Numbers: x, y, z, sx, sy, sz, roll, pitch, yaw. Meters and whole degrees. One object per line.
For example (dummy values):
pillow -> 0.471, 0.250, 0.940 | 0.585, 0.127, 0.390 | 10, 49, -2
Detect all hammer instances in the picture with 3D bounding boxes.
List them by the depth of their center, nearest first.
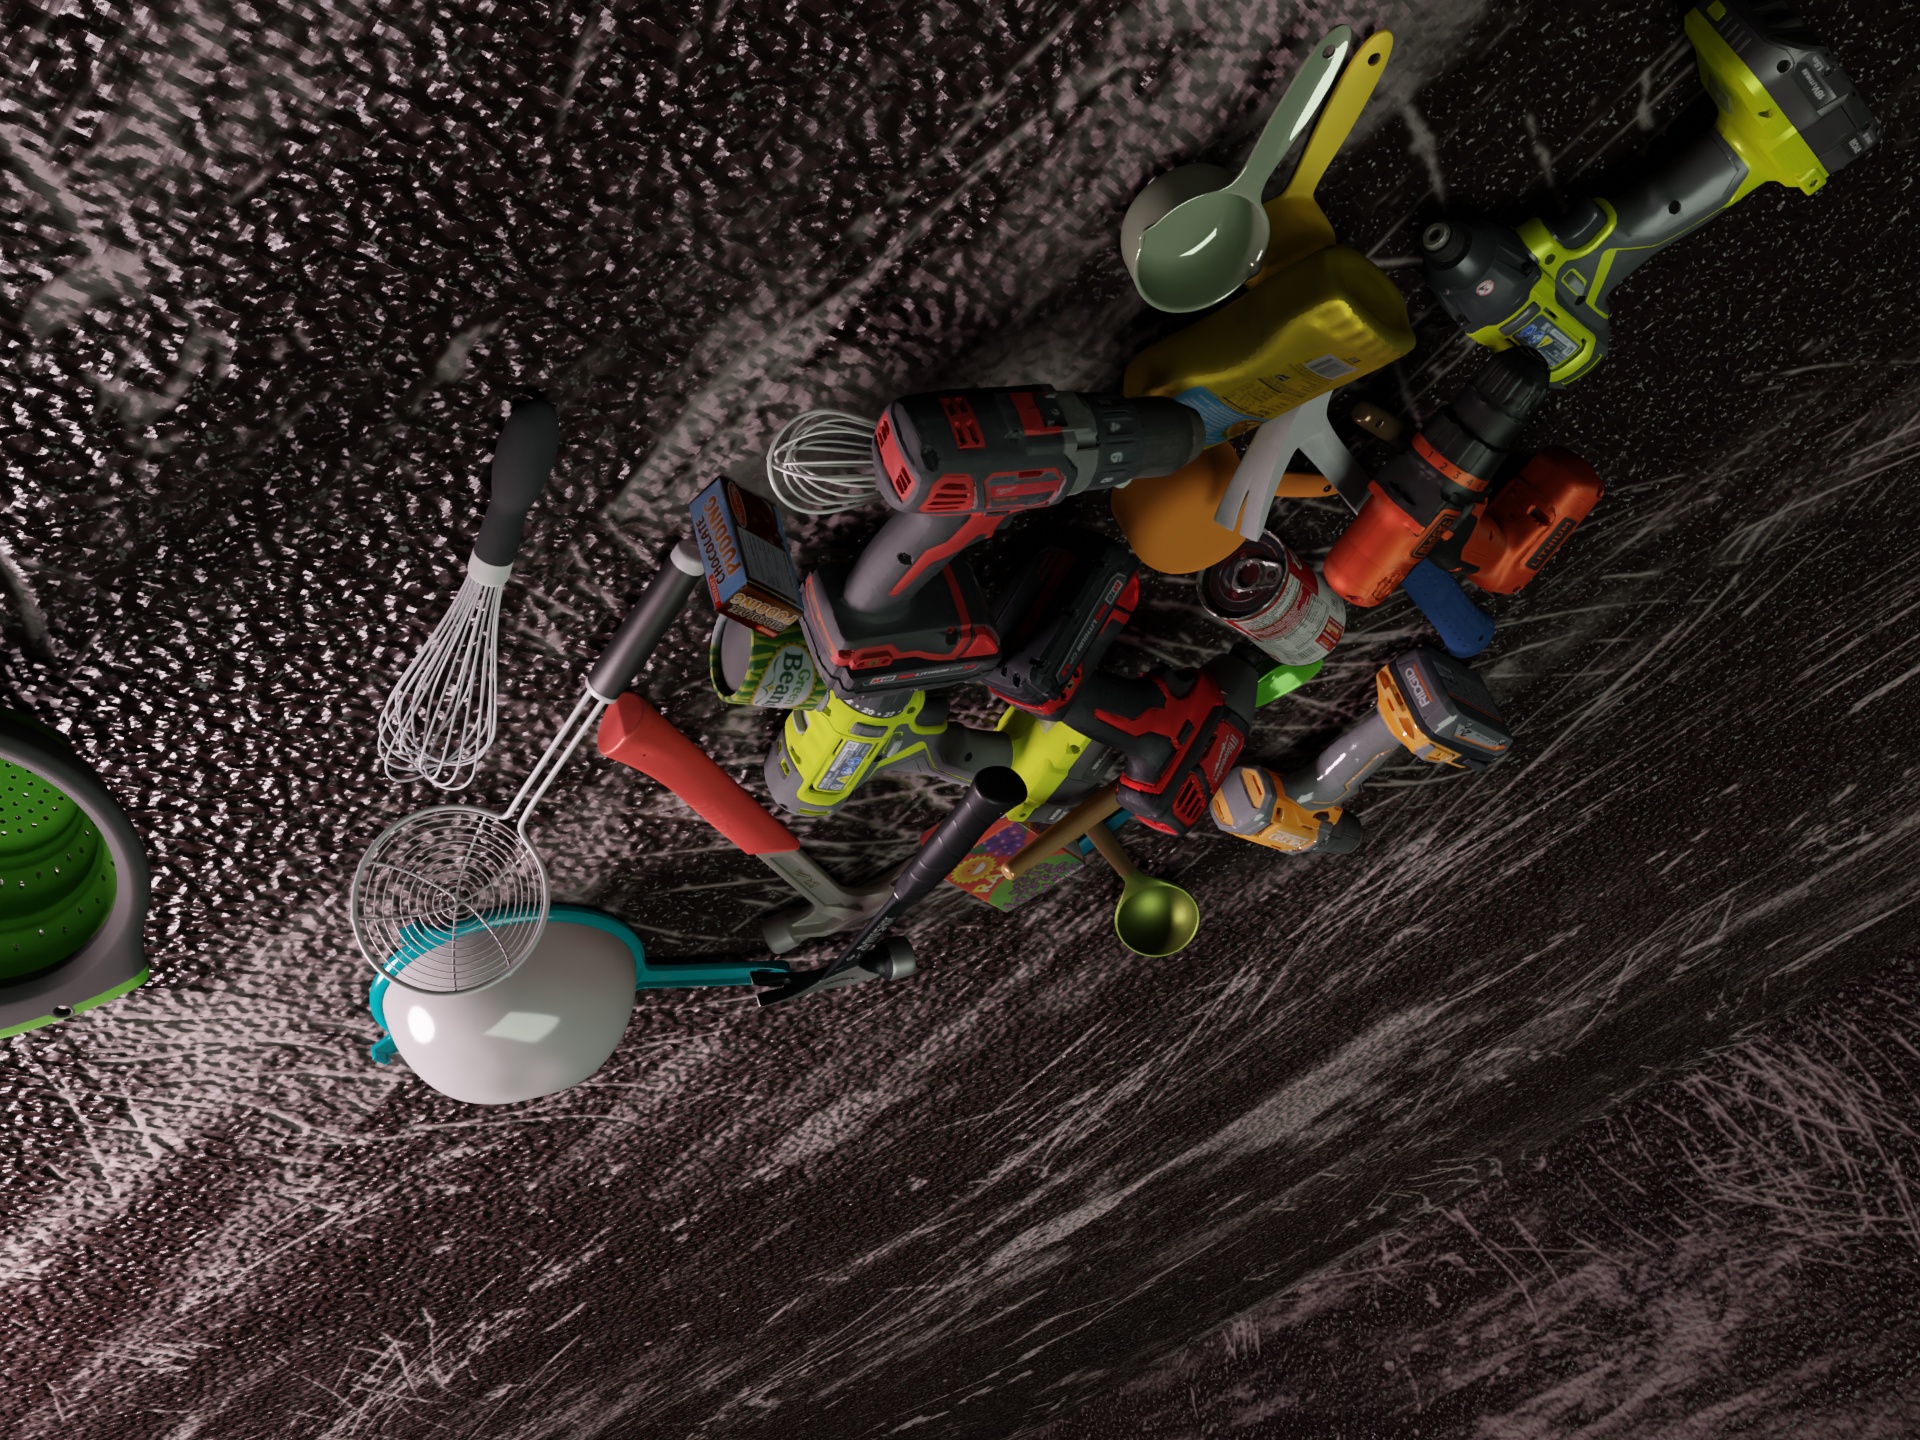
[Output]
hammer -> 0.294, -0.123, 1.094 | 0.144, 0.035, 0.405 | -57, 143, 3
hammer -> -0.146, 0.073, 1.164 | 0.149, 0.037, 0.358 | -26, 146, 7
hammer -> -0.046, 0.132, 1.197 | 0.149, 0.036, 0.408 | -11, 158, -27

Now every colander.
colander -> -0.565, -0.004, 0.810 | 0.204, 0.095, 0.396 | -20, 128, 0

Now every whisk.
whisk -> -0.272, -0.065, 0.897 | 0.070, 0.070, 0.284 | 4, 133, -32
whisk -> 0.000, -0.148, 0.928 | 0.246, 0.058, 0.059 | -3, 110, -30

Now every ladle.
ladle -> 0.138, 0.128, 1.346 | 0.078, 0.062, 0.319 | -23, 150, 10

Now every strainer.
strainer -> -0.287, 0.239, 1.265 | 0.340, 0.095, 0.211 | 2, 140, -27

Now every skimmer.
skimmer -> -0.265, 0.033, 0.997 | 0.127, 0.090, 0.363 | 39, 120, -3

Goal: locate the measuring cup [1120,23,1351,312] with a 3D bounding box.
measuring cup -> 0.142, -0.288, 0.818 | 0.083, 0.038, 0.167 | 5, 136, -33

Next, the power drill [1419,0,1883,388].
power drill -> 0.377, -0.296, 0.896 | 0.171, 0.080, 0.223 | 17, 134, -43

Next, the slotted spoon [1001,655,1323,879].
slotted spoon -> 0.150, 0.028, 1.170 | 0.314, 0.031, 0.070 | -33, 163, -25

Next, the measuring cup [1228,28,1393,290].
measuring cup -> 0.194, -0.289, 0.846 | 0.062, 0.029, 0.156 | -4, 145, -23

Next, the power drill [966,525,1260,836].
power drill -> 0.115, -0.029, 1.052 | 0.219, 0.079, 0.143 | 38, 81, -39

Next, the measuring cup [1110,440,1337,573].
measuring cup -> 0.184, -0.137, 1.031 | 0.173, 0.052, 0.095 | -3, 142, -21

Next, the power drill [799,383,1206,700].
power drill -> 0.017, -0.106, 0.891 | 0.188, 0.080, 0.226 | -10, 156, -28

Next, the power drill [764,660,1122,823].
power drill -> -0.002, -0.004, 1.100 | 0.228, 0.080, 0.190 | 7, 137, -31

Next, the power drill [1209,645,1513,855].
power drill -> 0.346, 0.043, 1.344 | 0.226, 0.084, 0.185 | -37, 143, 30

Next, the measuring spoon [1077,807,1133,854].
measuring spoon -> 0.132, 0.095, 1.350 | 0.042, 0.021, 0.128 | 19, 129, -44

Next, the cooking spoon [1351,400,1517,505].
cooking spoon -> 0.336, -0.167, 1.061 | 0.318, 0.017, 0.068 | 9, 127, -51
